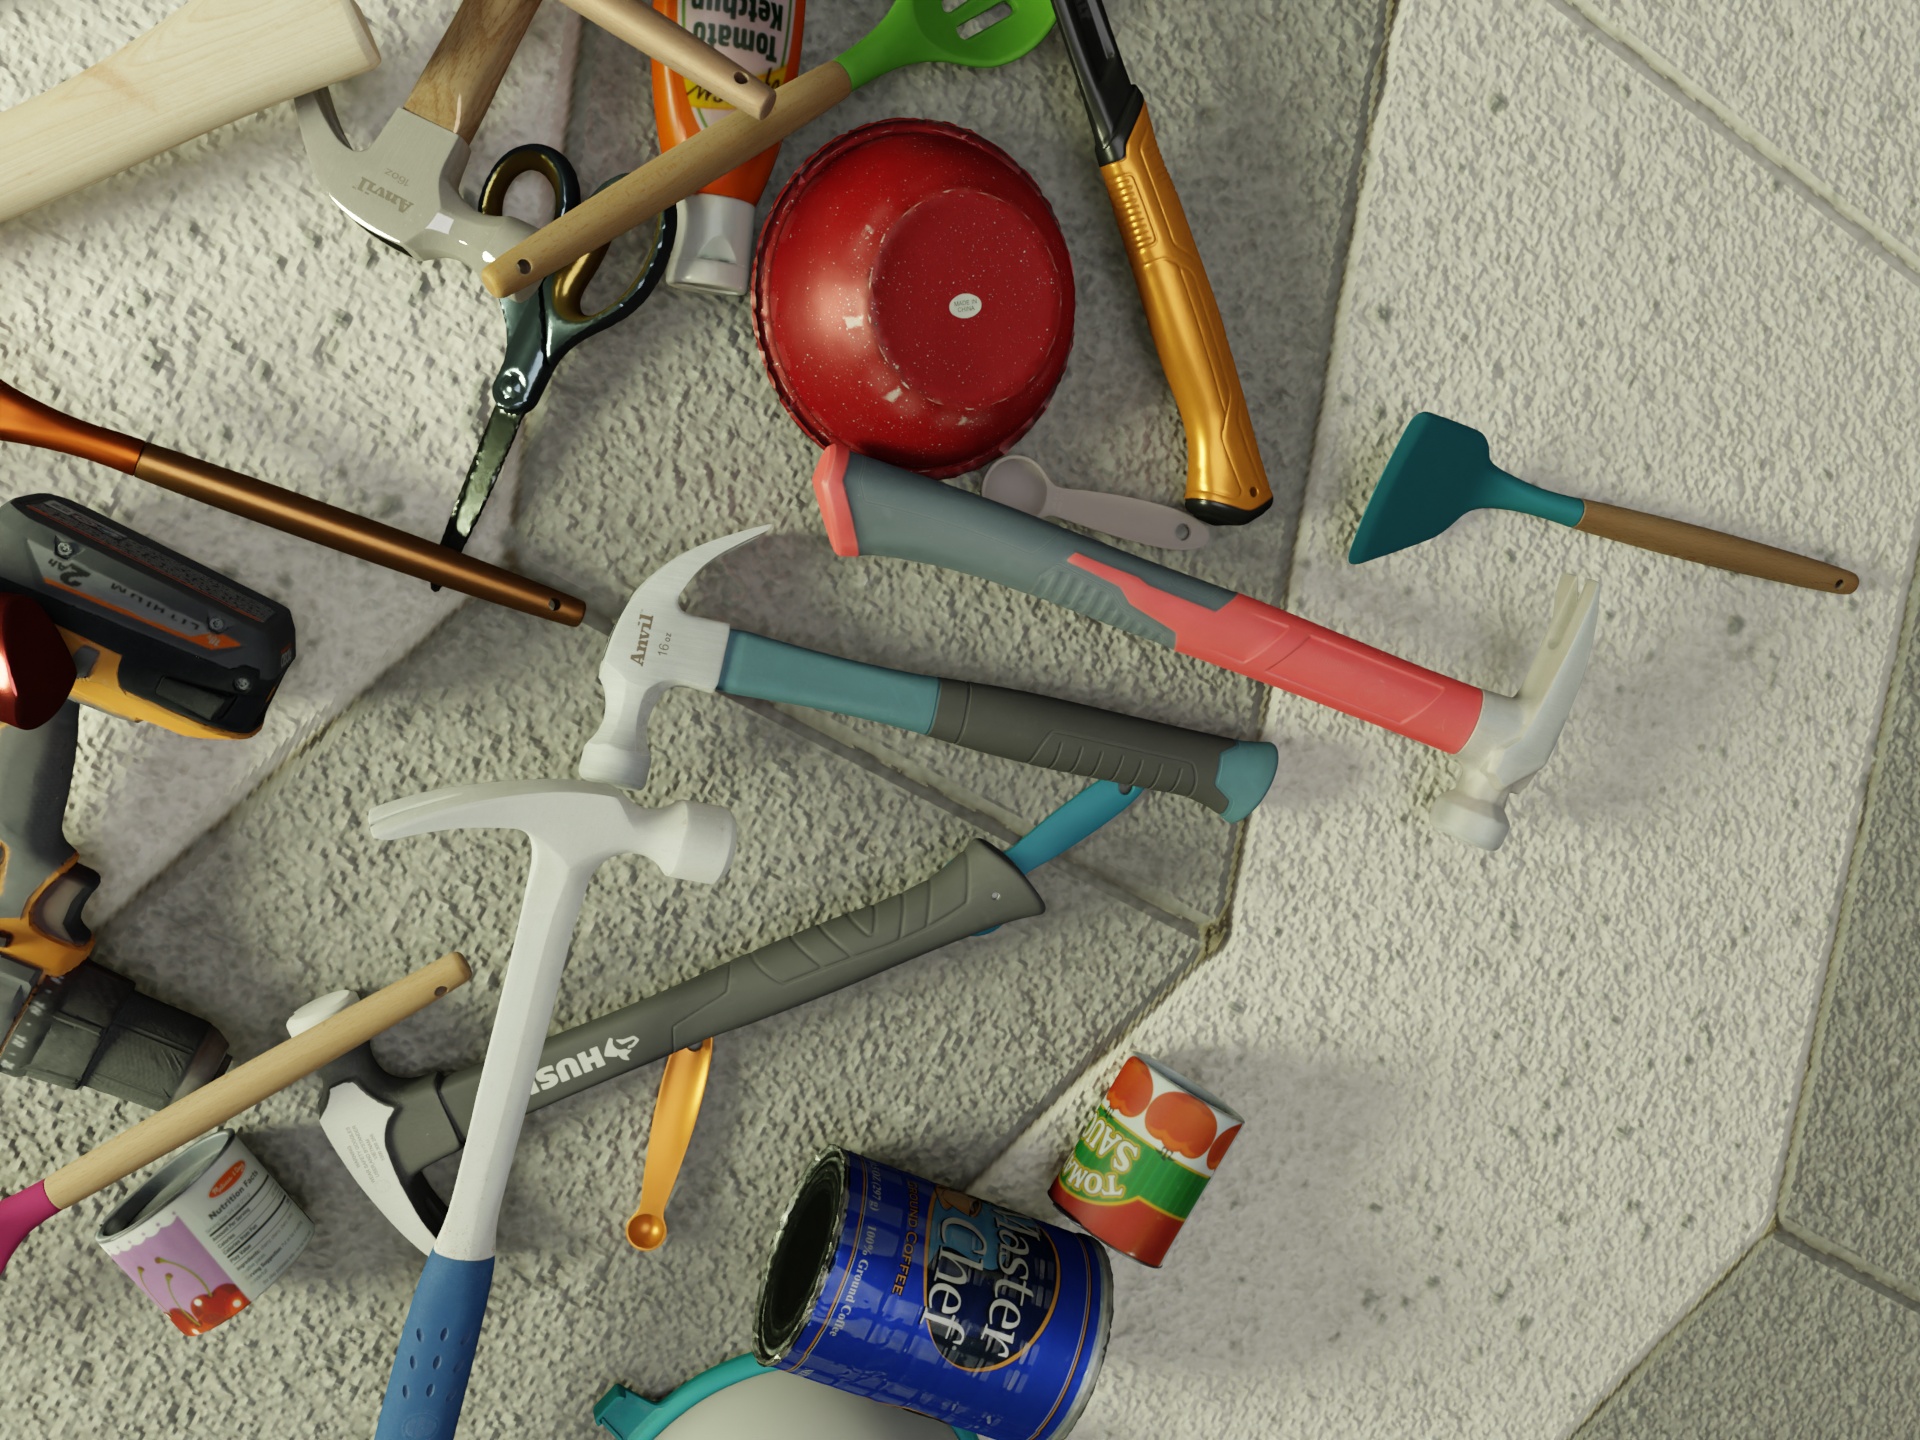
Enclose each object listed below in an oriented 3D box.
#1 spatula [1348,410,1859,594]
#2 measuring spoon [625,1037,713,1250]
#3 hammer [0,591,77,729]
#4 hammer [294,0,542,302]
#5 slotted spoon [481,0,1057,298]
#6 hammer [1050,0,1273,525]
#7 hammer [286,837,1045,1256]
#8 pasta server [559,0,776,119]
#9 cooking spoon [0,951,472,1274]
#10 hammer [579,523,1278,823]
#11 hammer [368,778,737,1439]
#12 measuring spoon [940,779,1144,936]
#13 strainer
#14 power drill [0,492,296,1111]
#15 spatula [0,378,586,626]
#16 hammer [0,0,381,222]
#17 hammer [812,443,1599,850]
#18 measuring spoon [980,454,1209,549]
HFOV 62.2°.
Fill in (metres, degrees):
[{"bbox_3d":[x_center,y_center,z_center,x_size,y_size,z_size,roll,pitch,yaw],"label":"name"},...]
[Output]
[{"bbox_3d":[0.344,-0.096,0.824,0.317,0.044,0.082,10,120,-17],"label":"spatula"},{"bbox_3d":[-0.138,0.196,0.760,0.021,0.011,0.117,14,90,-3],"label":"measuring spoon"},{"bbox_3d":[-0.498,-0.069,0.563,0.359,0.037,0.149,22,105,-4],"label":"hammer"},{"bbox_3d":[-0.168,-0.346,0.660,0.130,0.031,0.331,25,86,1],"label":"hammer"},{"bbox_3d":[-0.071,-0.261,0.670,0.314,0.031,0.070,-40,116,-22],"label":"slotted spoon"},{"bbox_3d":[0.086,-0.251,0.730,0.127,0.034,0.336,-29,109,-24],"label":"hammer"},{"bbox_3d":[-0.119,0.138,0.731,0.335,0.035,0.146,-21,102,-5],"label":"hammer"},{"bbox_3d":[-0.208,-0.329,0.623,0.316,0.040,0.060,32,75,0],"label":"pasta server"},{"bbox_3d":[-0.348,0.181,0.655,0.319,0.017,0.068,-29,133,-9],"label":"cooking spoon"},{"bbox_3d":[-0.001,-0.002,0.747,0.331,0.033,0.128,13,83,-17],"label":"hammer"},{"bbox_3d":[-0.216,0.216,0.681,0.144,0.035,0.405,12,100,-24],"label":"hammer"},{"bbox_3d":[0.044,0.061,0.779,0.128,0.021,0.042,-35,104,-9],"label":"measuring spoon"},{"bbox_3d":[-0.076,0.481,0.767,0.211,0.095,0.340,0,96,-14],"label":"strainer"},{"bbox_3d":[-0.356,0.045,0.652,0.185,0.084,0.226,29,93,-18],"label":"power drill"},{"bbox_3d":[-0.302,-0.096,0.636,0.322,0.041,0.081,20,83,-26],"label":"spatula"},{"bbox_3d":[-0.417,-0.182,0.608,0.410,0.038,0.146,-23,104,-4],"label":"hammer"},{"bbox_3d":[0.119,-0.062,0.746,0.386,0.038,0.143,19,98,-15],"label":"hammer"},{"bbox_3d":[0.065,-0.101,0.771,0.124,0.018,0.034,10,94,-22],"label":"measuring spoon"}]
